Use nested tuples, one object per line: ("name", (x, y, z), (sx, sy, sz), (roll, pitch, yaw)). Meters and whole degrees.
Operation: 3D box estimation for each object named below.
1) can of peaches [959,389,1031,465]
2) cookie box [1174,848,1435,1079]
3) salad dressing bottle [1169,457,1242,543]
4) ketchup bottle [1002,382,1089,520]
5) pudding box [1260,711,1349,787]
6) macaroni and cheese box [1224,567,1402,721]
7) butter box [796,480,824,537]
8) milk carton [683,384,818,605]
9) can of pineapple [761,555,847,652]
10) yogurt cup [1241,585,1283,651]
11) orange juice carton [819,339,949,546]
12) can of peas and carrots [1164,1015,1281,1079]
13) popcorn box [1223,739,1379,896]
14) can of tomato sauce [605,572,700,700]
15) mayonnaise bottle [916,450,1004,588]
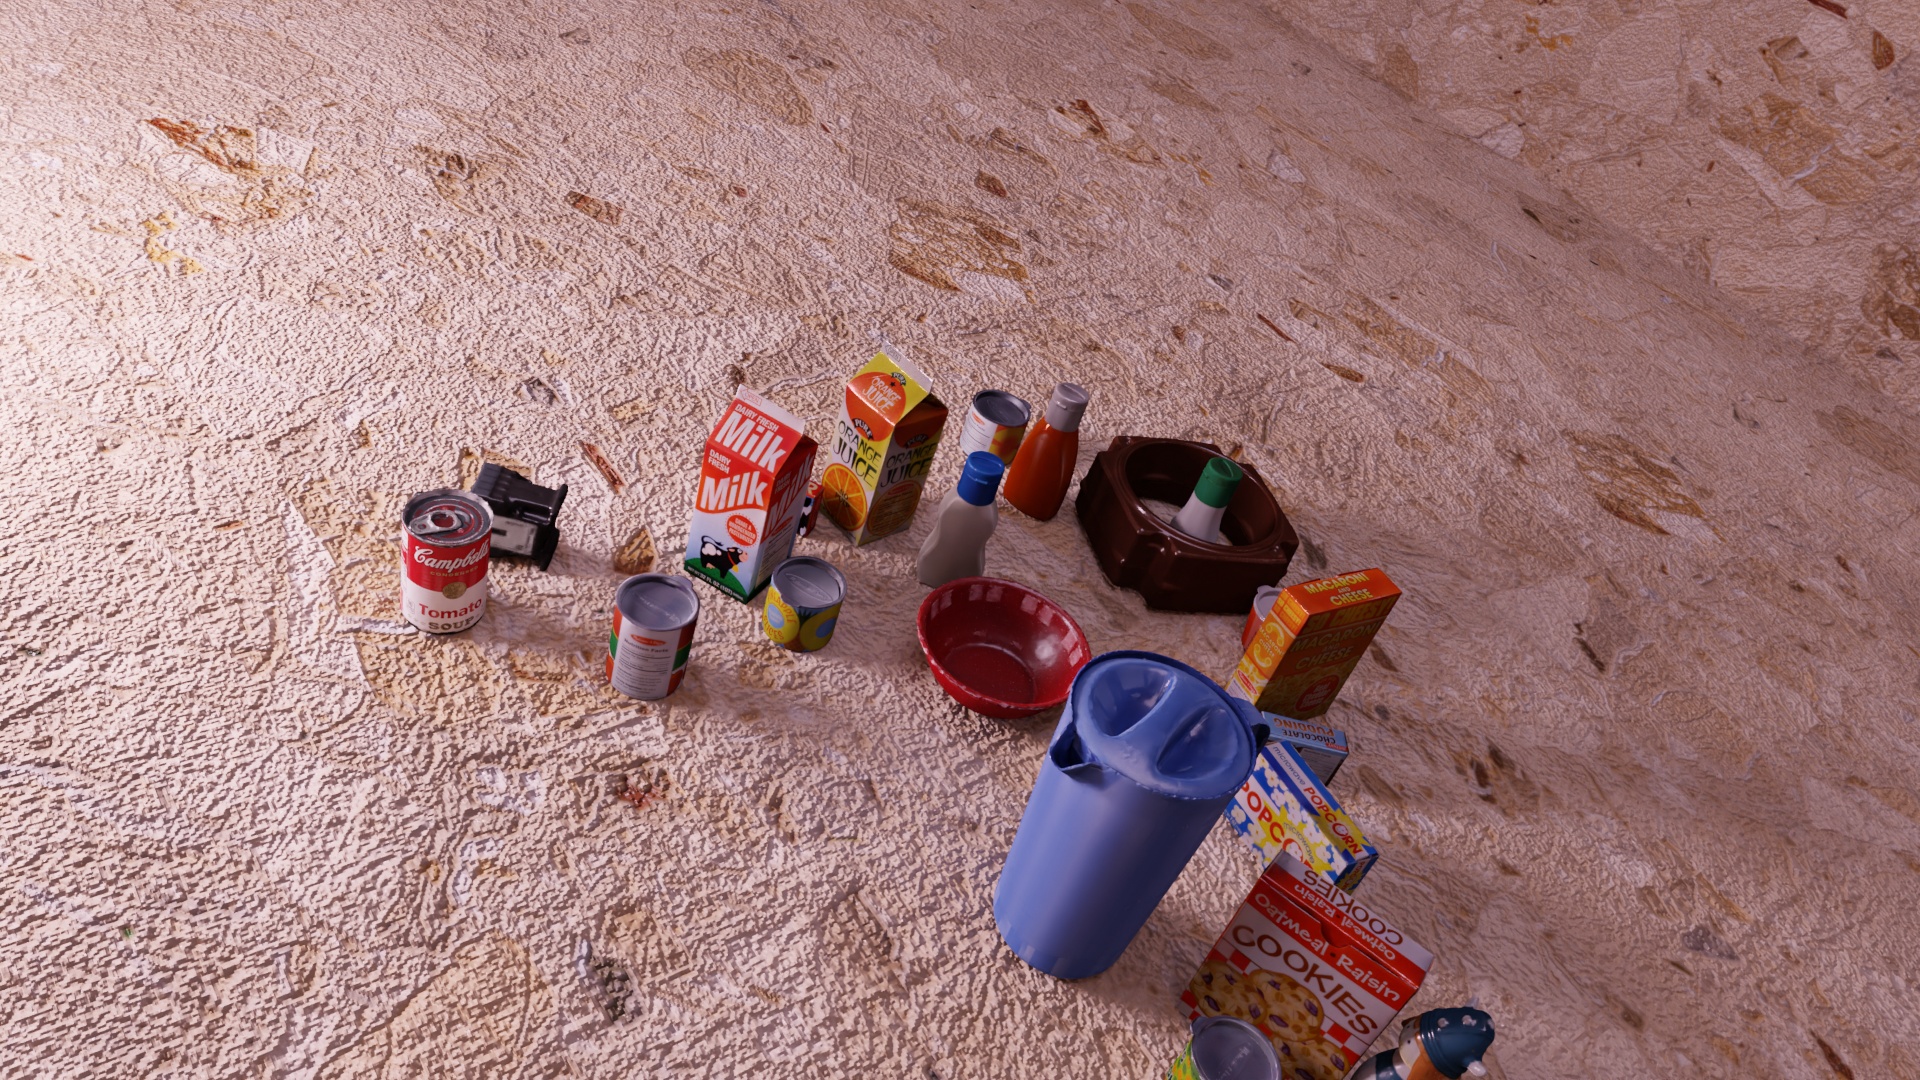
("can of peaches", (0.039, -0.123, 1.521), (0.071, 0.057, 0.071), (12, 38, -10))
("cookie box", (0.239, 0.315, 0.986), (0.123, 0.166, 0.040), (34, 40, 18))
("salad dressing bottle", (0.241, -0.016, 1.406), (0.044, 0.146, 0.064), (5, 40, -18))
("ketchup bottle", (0.093, -0.093, 1.434), (0.065, 0.148, 0.044), (34, 40, 17))
("pudding box", (0.303, 0.190, 1.262), (0.084, 0.049, 0.030), (14, 38, -7))
("macaroni and cheese box", (0.316, 0.104, 1.277), (0.124, 0.165, 0.040), (-9, 46, -32))
("butter box", (-0.185, -0.048, 1.336), (0.103, 0.052, 0.024), (25, 38, 6))
("milk carton", (-0.182, -0.045, 1.221), (0.072, 0.189, 0.074), (29, 39, 12))
("can of pineapple", (-0.140, 0.057, 1.224), (0.071, 0.057, 0.071), (12, 38, -10))
("yogurt cup", (0.316, 0.089, 1.386), (0.072, 0.053, 0.073), (12, 38, -10))
("orange juice carton", (-0.072, -0.094, 1.328), (0.073, 0.191, 0.072), (-21, 53, -40))
("can of peas and carrots", (0.181, 0.376, 0.974), (0.071, 0.058, 0.071), (12, 38, -10))
("popcorn box", (0.280, 0.242, 1.159), (0.038, 0.084, 0.127), (-8, 45, -31))
("can of tomato sauce", (-0.251, 0.077, 1.131), (0.071, 0.082, 0.071), (12, 38, -10))
("mayonnaise bottle", (0.005, -0.016, 1.303), (0.065, 0.147, 0.041), (17, 38, -4))
